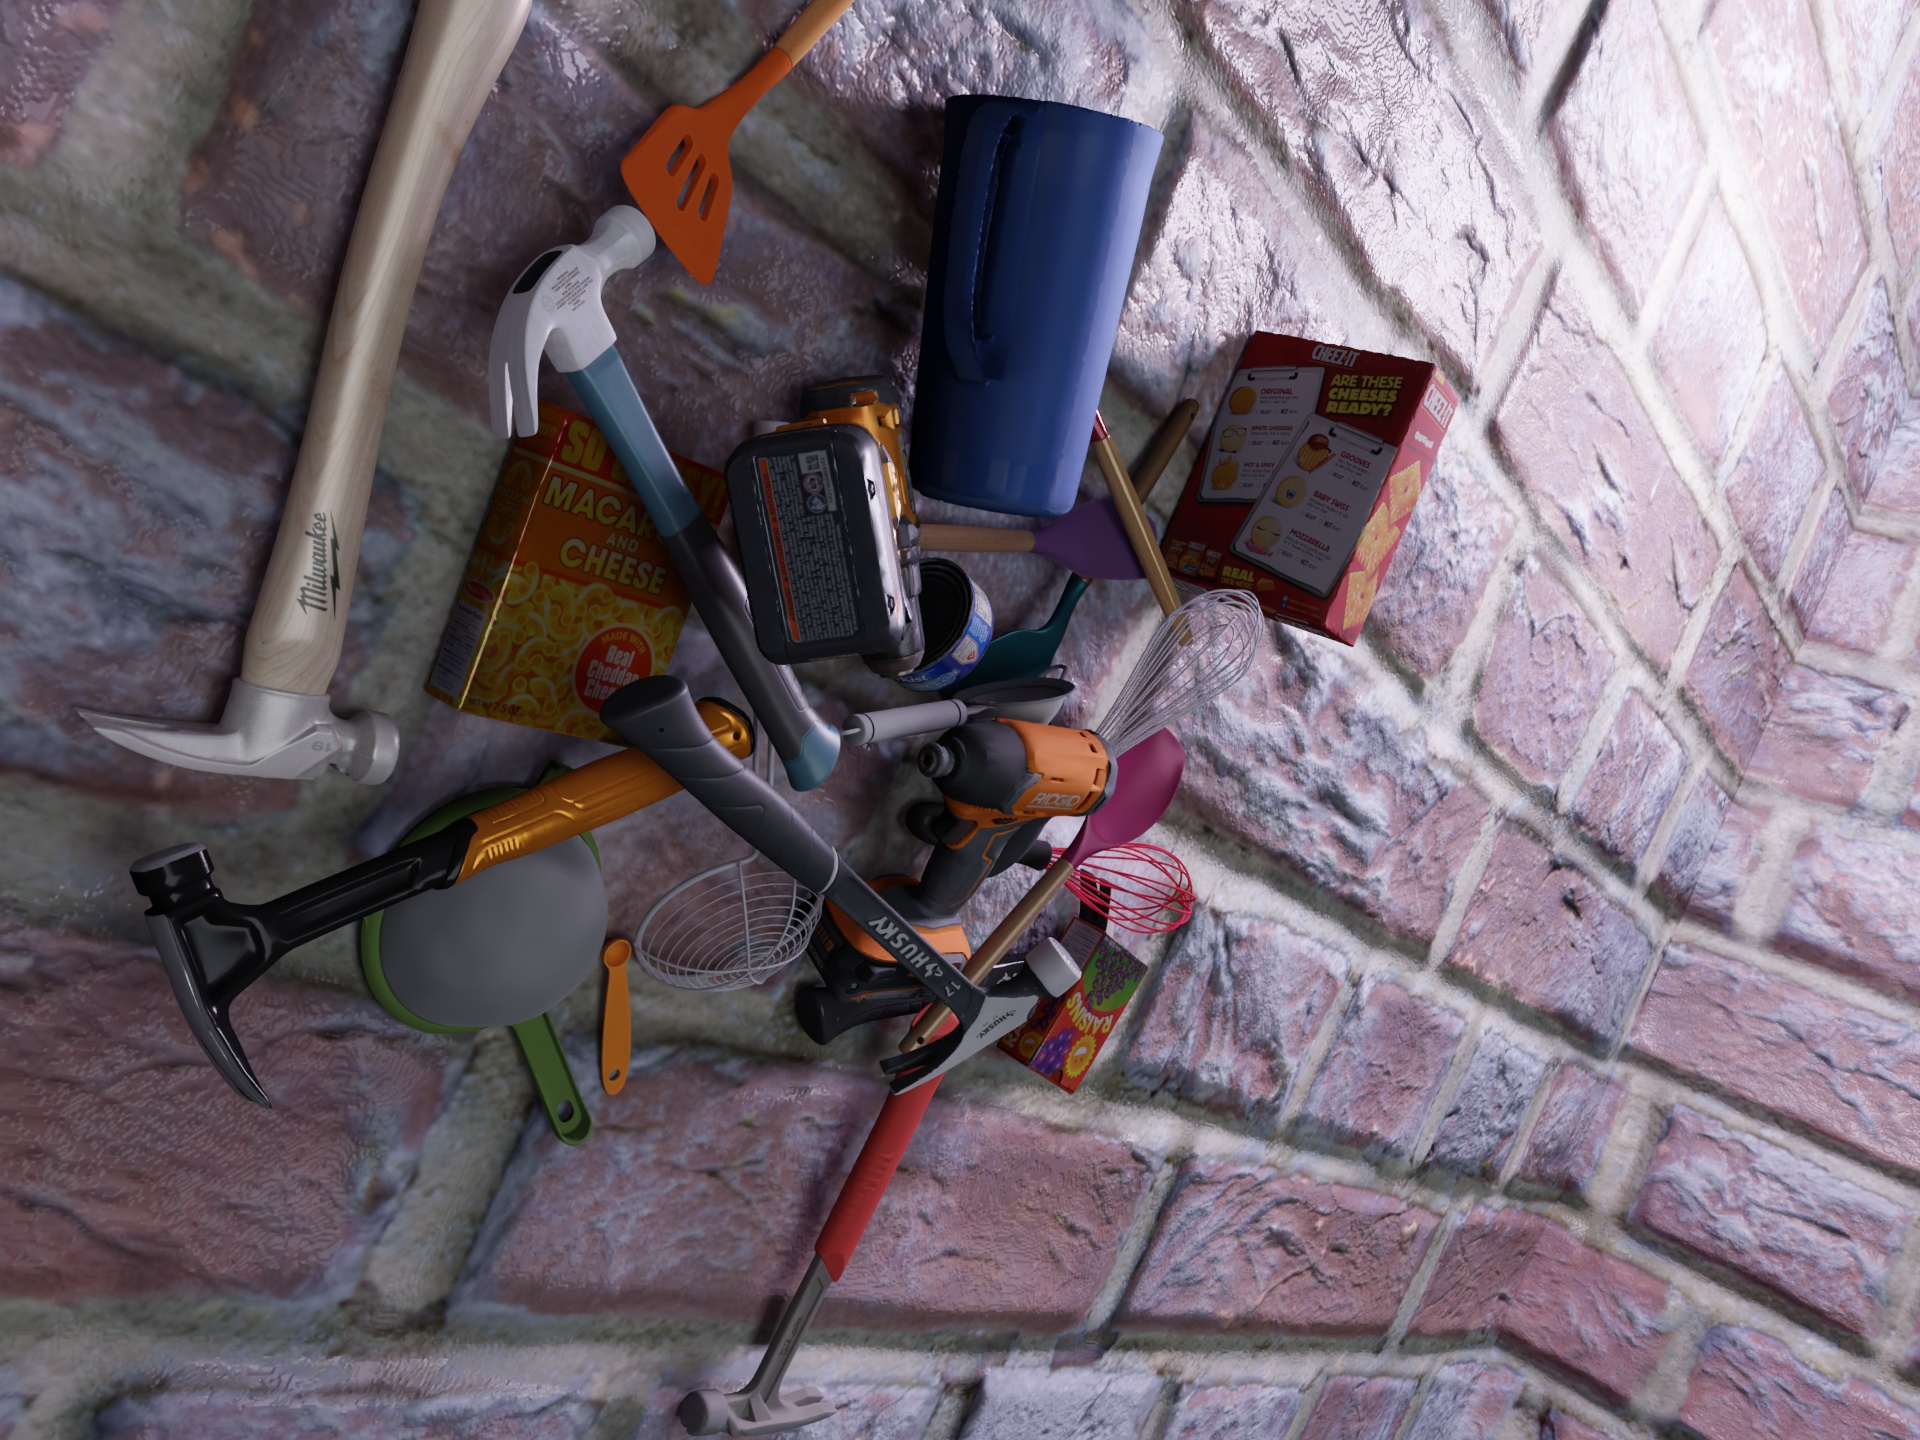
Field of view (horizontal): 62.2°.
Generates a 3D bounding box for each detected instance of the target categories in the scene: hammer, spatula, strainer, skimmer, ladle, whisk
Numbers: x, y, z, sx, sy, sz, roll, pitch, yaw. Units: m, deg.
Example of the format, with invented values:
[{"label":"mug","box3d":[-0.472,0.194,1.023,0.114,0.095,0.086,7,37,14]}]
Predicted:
[{"label":"hammer","box3d":[-0.079,0.378,1.198,0.149,0.037,0.359,19,99,-49]},{"label":"spatula","box3d":[-0.078,-0.380,0.876,0.323,0.041,0.080,-54,137,-16]},{"label":"strainer","box3d":[-0.244,0.162,0.920,0.151,0.069,0.256,-34,128,-33]},{"label":"hammer","box3d":[-0.144,-0.097,0.859,0.128,0.033,0.330,-52,131,-35]},{"label":"hammer","box3d":[0.005,0.199,1.236,0.334,0.035,0.146,-1,108,-47]},{"label":"spatula","box3d":[0.028,-0.127,1.102,0.315,0.018,0.060,-4,92,-40]},{"label":"hammer","box3d":[-0.240,0.068,0.830,0.337,0.034,0.127,-26,106,-41]},{"label":"skimmer","box3d":[-0.138,-0.002,0.992,0.127,0.090,0.363,-2,99,-35]},{"label":"spatula","box3d":[0.092,-0.126,1.192,0.317,0.044,0.082,-56,138,-20]},{"label":"strainer","box3d":[-0.002,-0.003,1.058,0.258,0.087,0.050,-10,100,-53]},{"label":"ladle","box3d":[0.110,-0.182,1.140,0.069,0.031,0.315,-46,124,-31]},{"label":"hammer","box3d":[-0.076,0.102,0.957,0.149,0.036,0.408,-39,132,3]},{"label":"whisk","box3d":[0.077,0.110,1.227,0.295,0.073,0.073,20,92,-35]},{"label":"whisk","box3d":[0.105,0.013,1.115,0.284,0.070,0.070,-46,144,19]},{"label":"hammer","box3d":[-0.290,-0.171,0.745,0.146,0.038,0.410,10,99,-48]}]

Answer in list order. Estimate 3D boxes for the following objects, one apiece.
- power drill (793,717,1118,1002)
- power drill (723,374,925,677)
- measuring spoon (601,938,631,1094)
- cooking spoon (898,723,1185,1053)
[{"label":"power drill","box3d":[-0.014,0.088,1.063,0.164,0.084,0.226,8,128,-49]},{"label":"power drill","box3d":[-0.062,-0.094,0.902,0.226,0.084,0.185,-75,156,-72]},{"label":"measuring spoon","box3d":[-0.220,0.187,1.007,0.021,0.011,0.116,-16,122,-41]},{"label":"cooking spoon","box3d":[0.062,0.125,1.181,0.319,0.017,0.068,-47,115,-18]}]
